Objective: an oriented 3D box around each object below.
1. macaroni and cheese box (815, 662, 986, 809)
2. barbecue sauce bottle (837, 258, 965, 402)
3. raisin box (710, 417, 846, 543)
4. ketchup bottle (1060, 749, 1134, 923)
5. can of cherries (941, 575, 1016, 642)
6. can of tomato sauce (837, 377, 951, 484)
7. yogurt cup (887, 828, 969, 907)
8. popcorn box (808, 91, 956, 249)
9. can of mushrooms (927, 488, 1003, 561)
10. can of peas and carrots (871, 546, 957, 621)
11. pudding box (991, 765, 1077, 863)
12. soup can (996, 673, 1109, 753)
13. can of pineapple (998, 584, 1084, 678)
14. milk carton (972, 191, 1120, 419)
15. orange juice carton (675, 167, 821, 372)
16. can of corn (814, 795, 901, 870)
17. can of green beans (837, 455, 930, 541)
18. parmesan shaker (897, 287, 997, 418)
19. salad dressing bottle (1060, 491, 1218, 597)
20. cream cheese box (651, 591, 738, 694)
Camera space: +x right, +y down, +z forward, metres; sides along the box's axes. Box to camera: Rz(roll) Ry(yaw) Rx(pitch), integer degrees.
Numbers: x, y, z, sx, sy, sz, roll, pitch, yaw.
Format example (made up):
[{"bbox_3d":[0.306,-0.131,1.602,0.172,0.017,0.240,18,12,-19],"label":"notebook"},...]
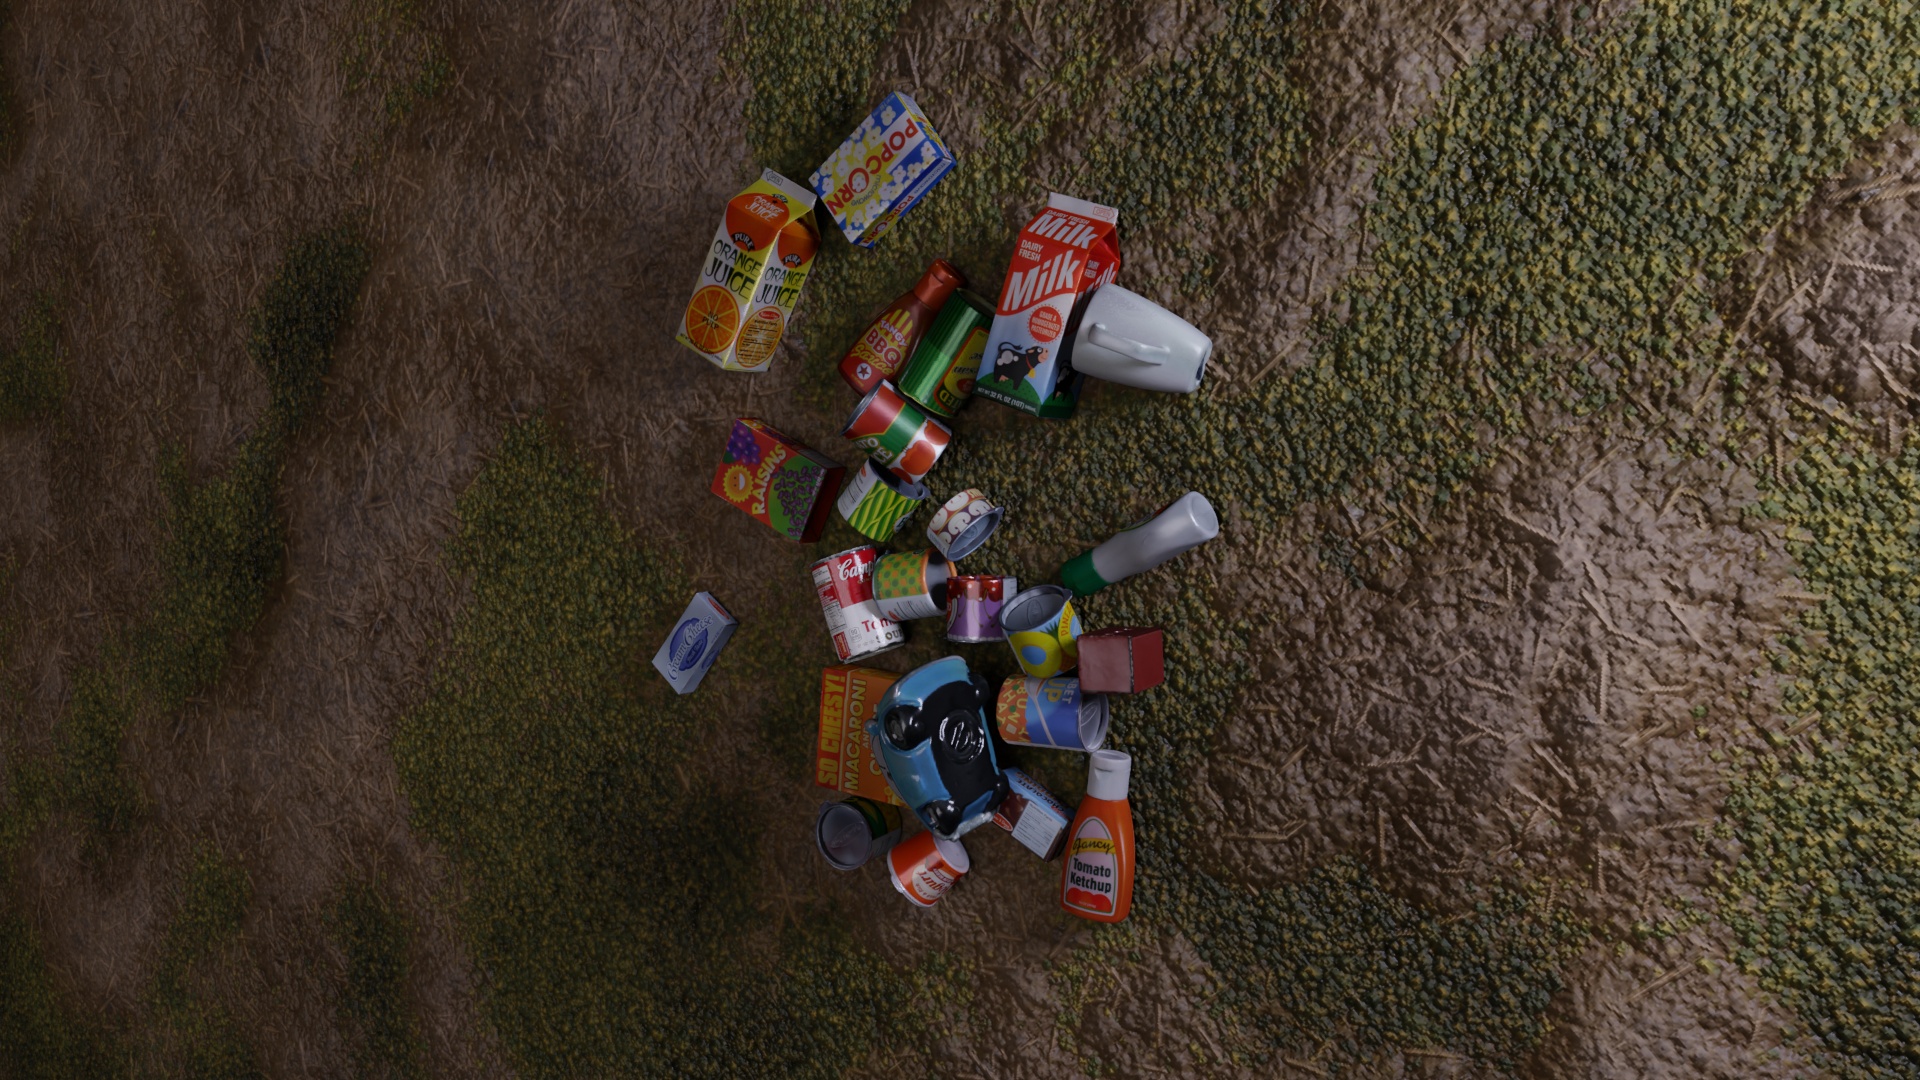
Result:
[{"bbox_3d":[-0.058,0.194,1.356,0.166,0.040,0.123,8,96,28],"label":"macaroni and cheese box"},{"bbox_3d":[-0.053,-0.201,1.328,0.065,0.044,0.148,46,112,13],"label":"barbecue sauce bottle"},{"bbox_3d":[-0.186,-0.062,1.413,0.123,0.040,0.086,29,107,23],"label":"raisin box"},{"bbox_3d":[0.128,0.265,1.255,0.065,0.043,0.148,9,97,28],"label":"ketchup bottle"},{"bbox_3d":[0.017,0.063,1.290,0.071,0.071,0.058,1,93,29],"label":"can of cherries"},{"bbox_3d":[-0.061,-0.100,1.306,0.083,0.071,0.071,36,113,-12],"label":"can of tomato sauce"},{"bbox_3d":[-0.029,0.309,1.334,0.054,0.072,0.072,-39,75,17],"label":"yogurt cup"},{"bbox_3d":[-0.075,-0.355,1.334,0.126,0.038,0.085,-39,75,25],"label":"popcorn box"},{"bbox_3d":[0.005,-0.016,1.295,0.033,0.071,0.070,47,113,19],"label":"can of mushrooms"},{"bbox_3d":[-0.042,0.039,1.324,0.058,0.071,0.071,-9,89,29],"label":"can of peas and carrots"},{"bbox_3d":[0.064,0.255,1.297,0.084,0.030,0.049,33,109,24],"label":"pudding box"},{"bbox_3d":[0.084,0.153,1.259,0.084,0.071,0.071,1,94,29],"label":"soup can"},{"bbox_3d":[0.076,0.082,1.249,0.071,0.071,0.057,-10,121,29],"label":"can of pineapple"},{"bbox_3d":[0.082,-0.209,1.235,0.072,0.073,0.190,22,103,26],"label":"milk carton"},{"bbox_3d":[-0.205,-0.270,1.391,0.072,0.073,0.192,32,107,24],"label":"orange juice carton"},{"bbox_3d":[-0.102,0.284,1.375,0.071,0.058,0.071,2,94,29],"label":"can of corn"},{"bbox_3d":[-0.076,-0.041,1.337,0.071,0.071,0.057,46,114,19],"label":"can of green beans"},{"bbox_3d":[-0.006,-0.174,1.287,0.071,0.071,0.102,41,111,21],"label":"parmesan shaker"},{"bbox_3d":[0.154,0.007,1.218,0.147,0.064,0.044,-30,85,35],"label":"salad dressing bottle"},{"bbox_3d":[-0.284,0.110,1.486,0.053,0.024,0.103,44,112,21],"label":"cream cheese box"}]
